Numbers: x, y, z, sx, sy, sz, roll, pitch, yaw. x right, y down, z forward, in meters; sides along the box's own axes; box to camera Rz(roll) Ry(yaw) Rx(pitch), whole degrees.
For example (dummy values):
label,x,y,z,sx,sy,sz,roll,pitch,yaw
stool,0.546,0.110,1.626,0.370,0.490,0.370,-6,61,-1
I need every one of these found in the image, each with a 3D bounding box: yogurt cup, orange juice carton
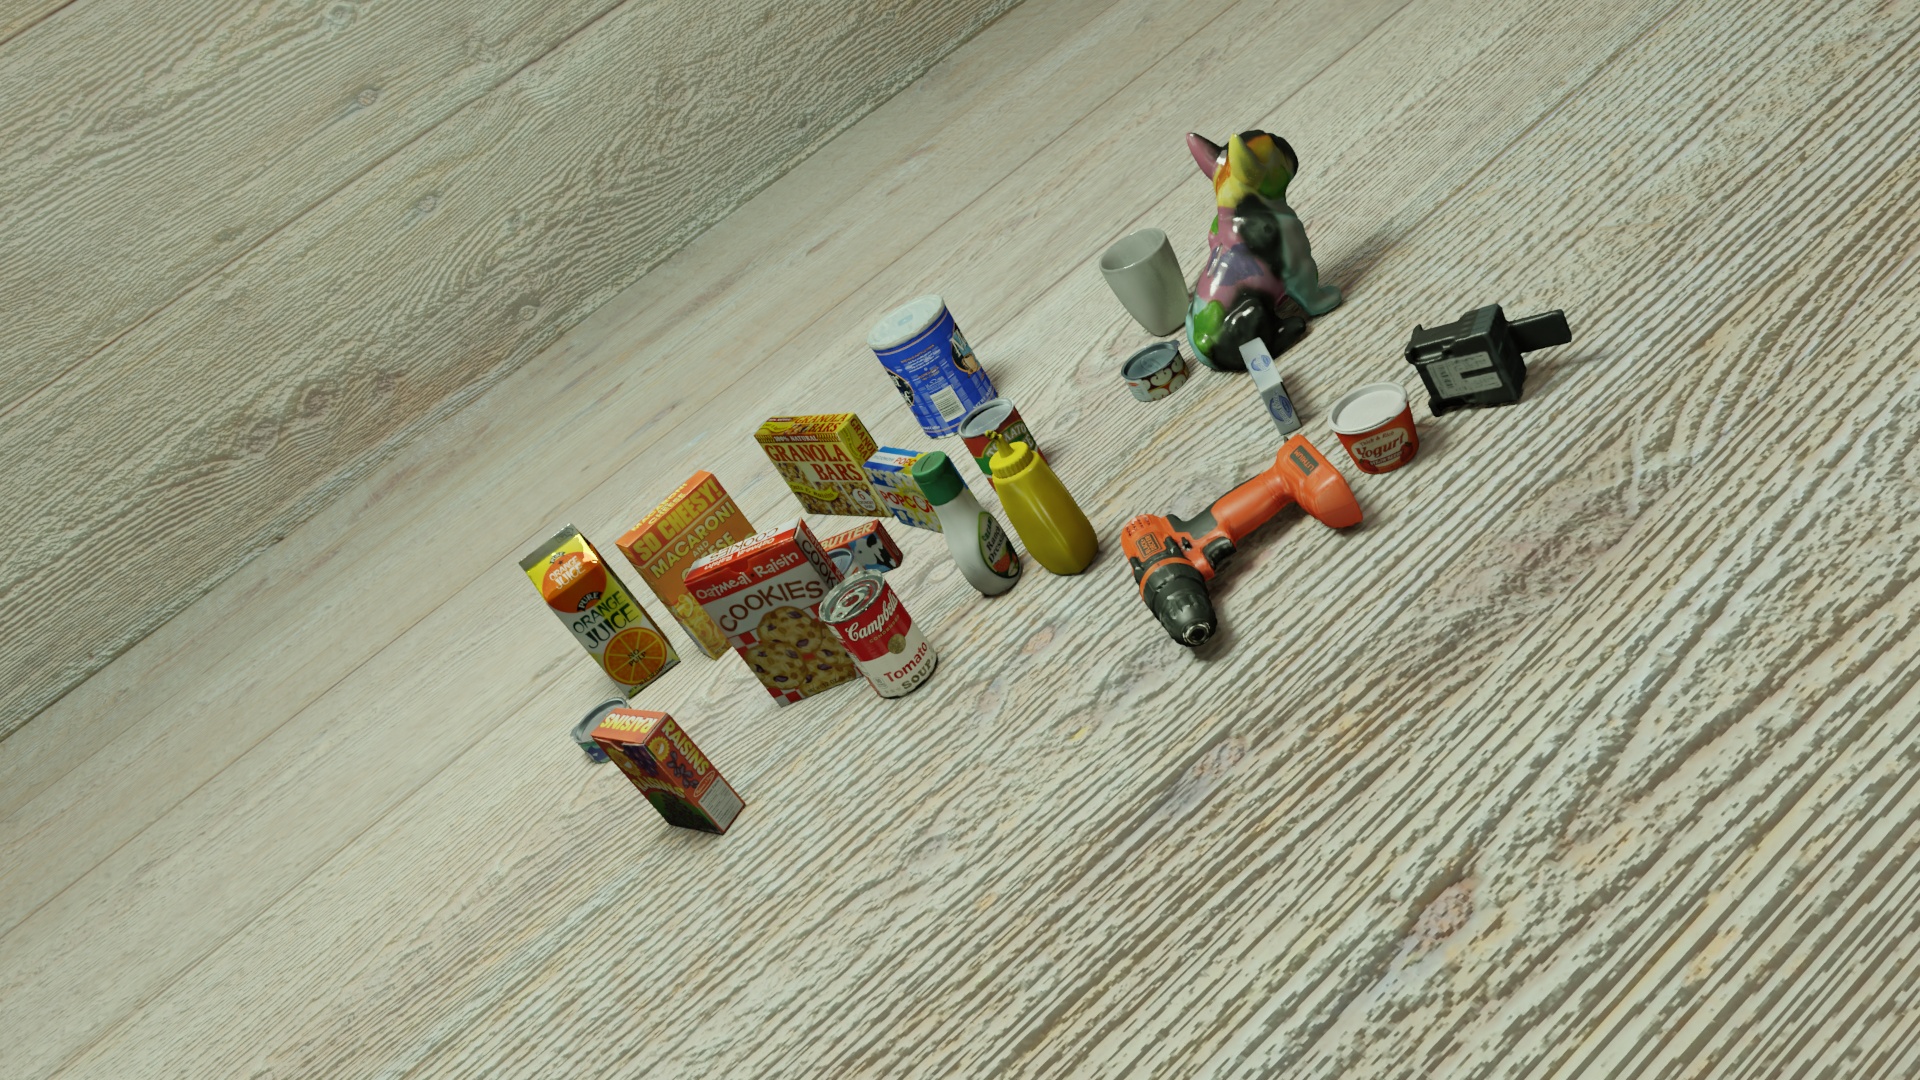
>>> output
label,x,y,z,sx,sy,sz,roll,pitch,yaw
yogurt cup,0.350,-0.093,1.168,0.072,0.053,0.073,-25,29,15
orange juice carton,-0.395,0.073,1.516,0.072,0.192,0.073,-37,28,-8

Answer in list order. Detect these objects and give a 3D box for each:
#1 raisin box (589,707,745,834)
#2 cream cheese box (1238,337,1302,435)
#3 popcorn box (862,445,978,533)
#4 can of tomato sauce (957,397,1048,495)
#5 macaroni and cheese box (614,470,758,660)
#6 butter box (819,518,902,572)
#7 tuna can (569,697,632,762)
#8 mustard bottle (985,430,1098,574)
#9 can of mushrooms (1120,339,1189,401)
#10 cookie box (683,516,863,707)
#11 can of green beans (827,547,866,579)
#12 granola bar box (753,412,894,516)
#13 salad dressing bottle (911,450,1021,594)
label,x,y,z,sx,sy,sz,roll,pitch,yaw
raisin box,-0.261,0.206,1.240,0.086,0.123,0.040,-2,40,45
cream cheese box,0.293,-0.146,1.313,0.024,0.053,0.104,-26,28,14
popcorn box,-0.040,-0.053,1.470,0.038,0.085,0.126,-45,30,-21
can of tomato sauce,0.046,-0.097,1.455,0.071,0.083,0.071,-25,29,15
macaroni and cheese box,-0.273,0.026,1.494,0.124,0.166,0.040,-45,30,-21
butter box,-0.119,0.019,1.470,0.103,0.053,0.024,-20,30,22
tuna can,-0.372,0.200,1.459,0.071,0.032,0.071,-25,29,15
mustard bottle,0.067,-0.040,1.259,0.065,0.159,0.049,4,44,49
can of mushrooms,0.209,-0.181,1.476,0.071,0.033,0.071,-25,29,15
cookie box,-0.161,0.070,1.308,0.123,0.167,0.040,-22,29,19
can of green beans,-0.123,0.051,1.418,0.071,0.057,0.071,-25,29,15
granola bar box,-0.149,-0.087,1.595,0.165,0.124,0.039,3,44,48
salad dressing bottle,0.005,-0.016,1.298,0.044,0.147,0.064,-13,34,34
